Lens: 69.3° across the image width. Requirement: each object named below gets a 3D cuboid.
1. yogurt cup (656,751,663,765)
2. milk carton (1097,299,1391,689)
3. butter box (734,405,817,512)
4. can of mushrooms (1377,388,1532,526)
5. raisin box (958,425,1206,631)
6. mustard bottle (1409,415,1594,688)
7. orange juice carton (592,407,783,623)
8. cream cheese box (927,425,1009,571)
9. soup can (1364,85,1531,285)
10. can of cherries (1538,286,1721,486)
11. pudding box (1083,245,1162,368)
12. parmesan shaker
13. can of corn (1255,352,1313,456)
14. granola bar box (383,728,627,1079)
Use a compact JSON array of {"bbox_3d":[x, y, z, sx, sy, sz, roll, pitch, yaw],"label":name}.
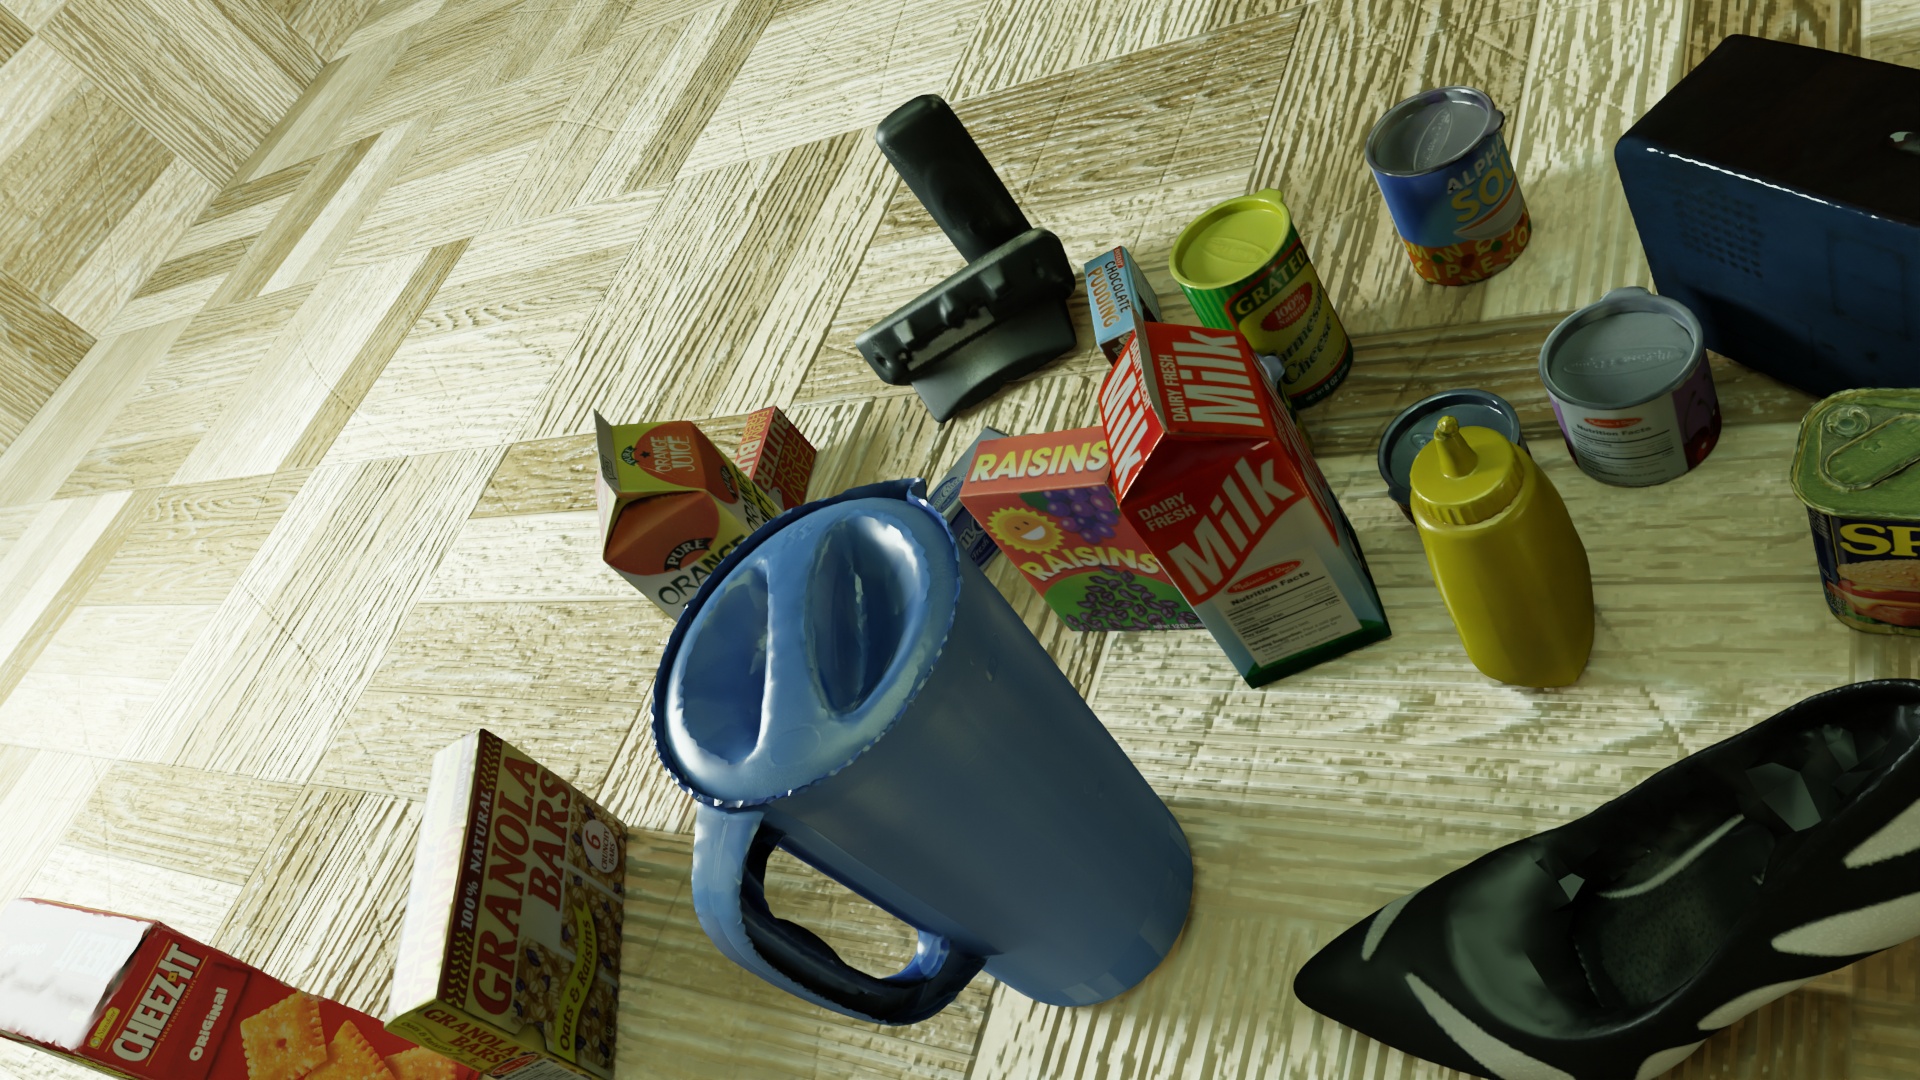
[{"bbox_3d":[-0.132,0.115,0.799,0.072,0.053,0.073,-21,44,22],"label":"yogurt cup"},{"bbox_3d":[0.120,-0.021,0.618,0.073,0.190,0.073,-25,43,19],"label":"milk carton"},{"bbox_3d":[-0.129,-0.036,0.932,0.024,0.053,0.104,-14,47,29],"label":"butter box"},{"bbox_3d":[0.235,-0.035,0.663,0.071,0.033,0.071,-21,44,22],"label":"can of mushrooms"},{"bbox_3d":[0.068,-0.003,0.695,0.086,0.123,0.040,-4,53,36],"label":"raisin box"},{"bbox_3d":[0.212,-0.002,0.552,0.049,0.159,0.065,-3,53,37],"label":"mustard bottle"},{"bbox_3d":[-0.146,0.002,0.804,0.073,0.192,0.072,-34,41,9],"label":"orange juice carton"},{"bbox_3d":[0.003,-0.010,0.806,0.104,0.053,0.024,-51,41,-11],"label":"cream cheese box"},{"bbox_3d":[0.263,-0.187,0.738,0.071,0.083,0.072,-21,44,22],"label":"soup can"},{"bbox_3d":[0.301,-0.069,0.621,0.071,0.058,0.072,-21,44,22],"label":"can of cherries"},{"bbox_3d":[0.102,-0.134,0.843,0.030,0.049,0.084,-24,43,20],"label":"pudding box"},{"bbox_3d":[0.165,-0.127,0.745,0.071,0.102,0.072,-21,44,22],"label":"parmesan shaker"},{"bbox_3d":[0.148,-0.058,0.732,0.071,0.058,0.071,-21,44,22],"label":"can of corn"},{"bbox_3d":[-0.237,0.201,0.749,0.039,0.124,0.166,-28,42,16],"label":"granola bar box"}]
